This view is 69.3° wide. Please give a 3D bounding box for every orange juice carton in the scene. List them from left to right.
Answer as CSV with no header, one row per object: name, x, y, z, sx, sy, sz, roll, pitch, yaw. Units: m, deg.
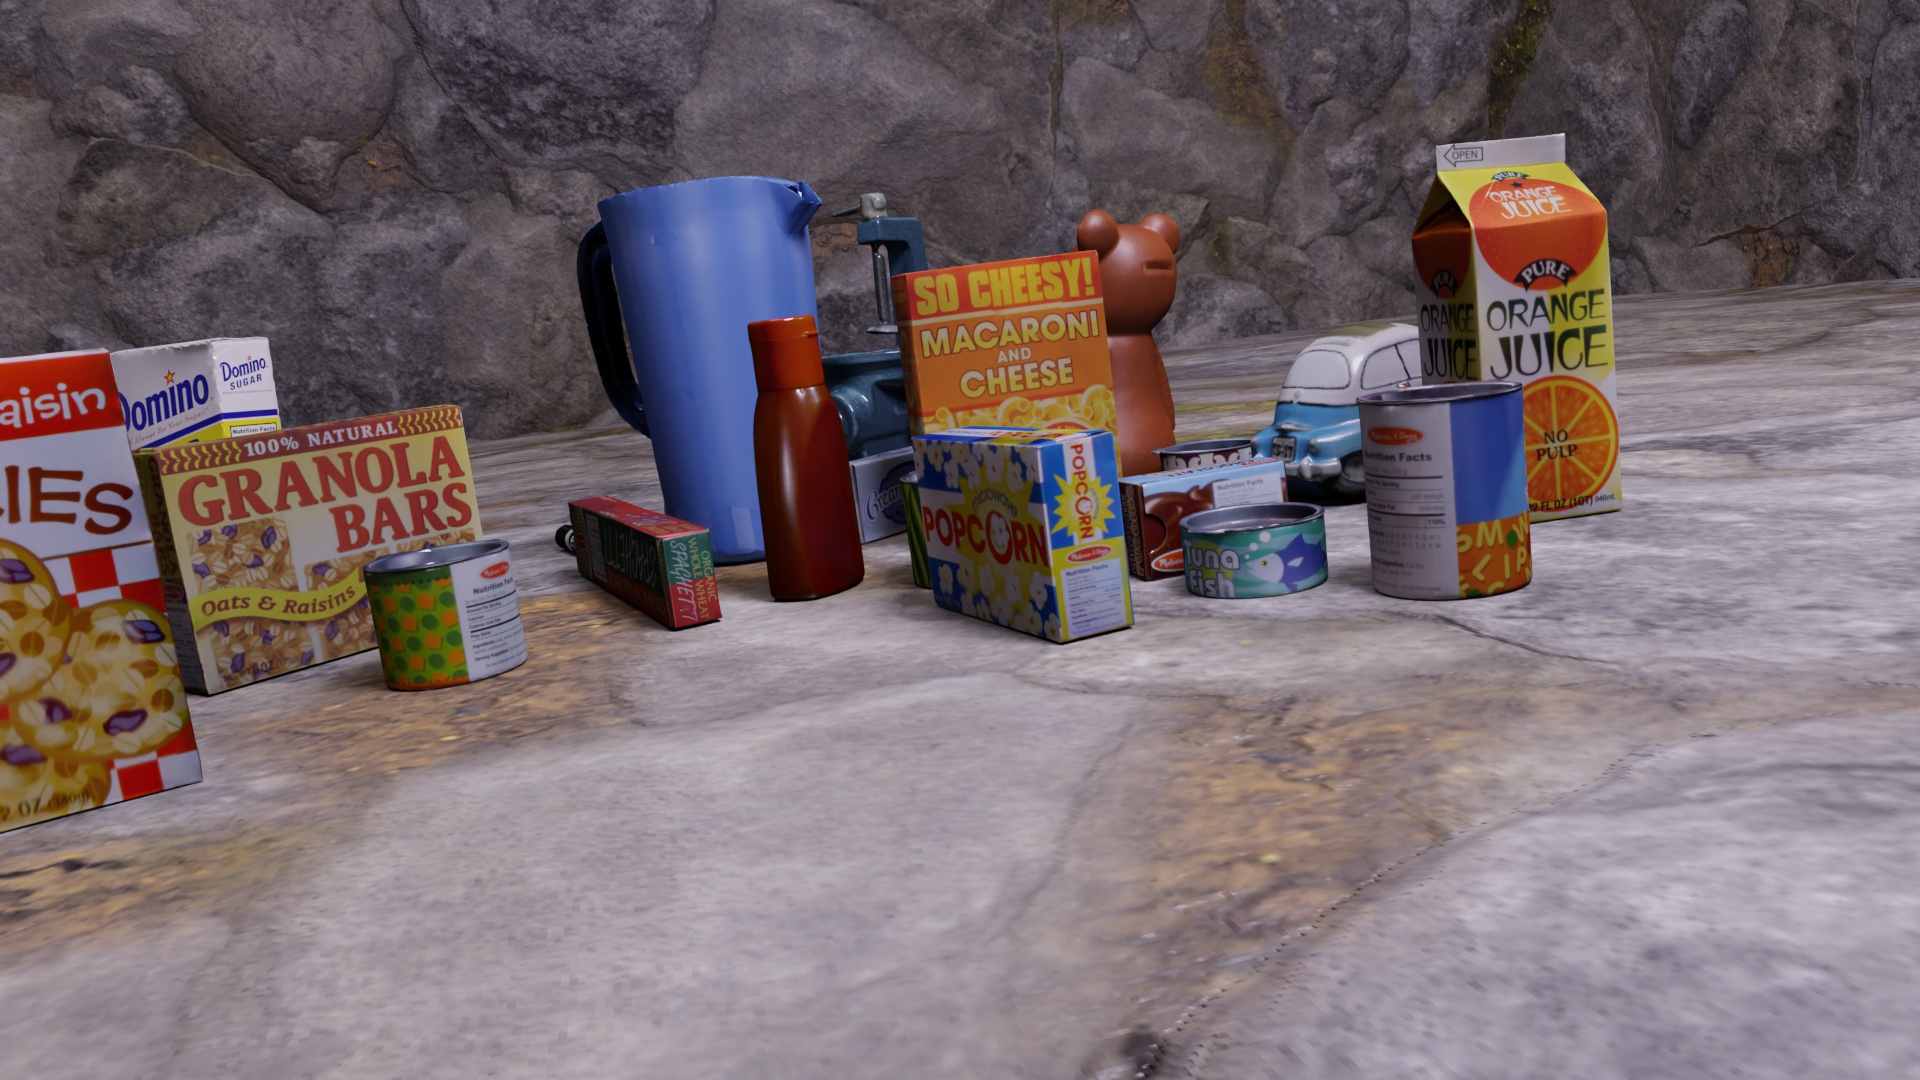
orange juice carton,0.285,-0.109,0.717,0.072,0.192,0.073,-8,9,-5

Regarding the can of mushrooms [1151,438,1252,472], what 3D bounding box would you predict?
can of mushrooms,0.164,-0.048,0.925,0.071,0.033,0.071,-7,9,1

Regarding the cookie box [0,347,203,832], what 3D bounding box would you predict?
cookie box,-0.359,0.021,0.499,0.123,0.167,0.040,-13,11,-33

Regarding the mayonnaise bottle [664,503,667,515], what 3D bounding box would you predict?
mayonnaise bottle,-0.187,-0.074,0.996,0.065,0.147,0.041,-10,9,-19

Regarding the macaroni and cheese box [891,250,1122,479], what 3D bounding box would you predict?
macaroni and cheese box,0.030,-0.086,0.848,0.124,0.166,0.040,-10,9,-15

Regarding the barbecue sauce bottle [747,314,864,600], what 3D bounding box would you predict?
barbecue sauce bottle,-0.086,-0.046,0.749,0.043,0.148,0.065,-3,10,25

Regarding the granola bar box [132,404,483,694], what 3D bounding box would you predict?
granola bar box,-0.340,-0.001,0.745,0.039,0.124,0.166,0,11,37

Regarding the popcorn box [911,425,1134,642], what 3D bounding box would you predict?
popcorn box,0.025,-0.007,0.628,0.038,0.085,0.126,-11,10,-26

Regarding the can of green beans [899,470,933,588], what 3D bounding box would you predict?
can of green beans,0.004,-0.009,0.740,0.071,0.057,0.071,-7,9,1

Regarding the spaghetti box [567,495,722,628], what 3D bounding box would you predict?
spaghetti box,-0.189,0.008,0.806,0.029,0.050,0.250,-11,10,-25

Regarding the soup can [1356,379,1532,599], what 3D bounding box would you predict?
soup can,0.208,-0.023,0.590,0.071,0.083,0.071,-7,9,1

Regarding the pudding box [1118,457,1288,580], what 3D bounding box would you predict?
pudding box,0.122,-0.012,0.695,0.084,0.049,0.030,-10,9,-18

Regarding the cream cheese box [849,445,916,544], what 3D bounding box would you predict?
cream cheese box,-0.042,-0.033,0.932,0.024,0.053,0.104,0,12,39

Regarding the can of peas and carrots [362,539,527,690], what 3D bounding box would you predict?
can of peas and carrots,-0.247,0.035,0.662,0.071,0.058,0.071,-7,9,1

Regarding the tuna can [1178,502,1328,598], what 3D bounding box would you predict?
tuna can,0.133,0.004,0.638,0.071,0.032,0.071,-7,9,1
